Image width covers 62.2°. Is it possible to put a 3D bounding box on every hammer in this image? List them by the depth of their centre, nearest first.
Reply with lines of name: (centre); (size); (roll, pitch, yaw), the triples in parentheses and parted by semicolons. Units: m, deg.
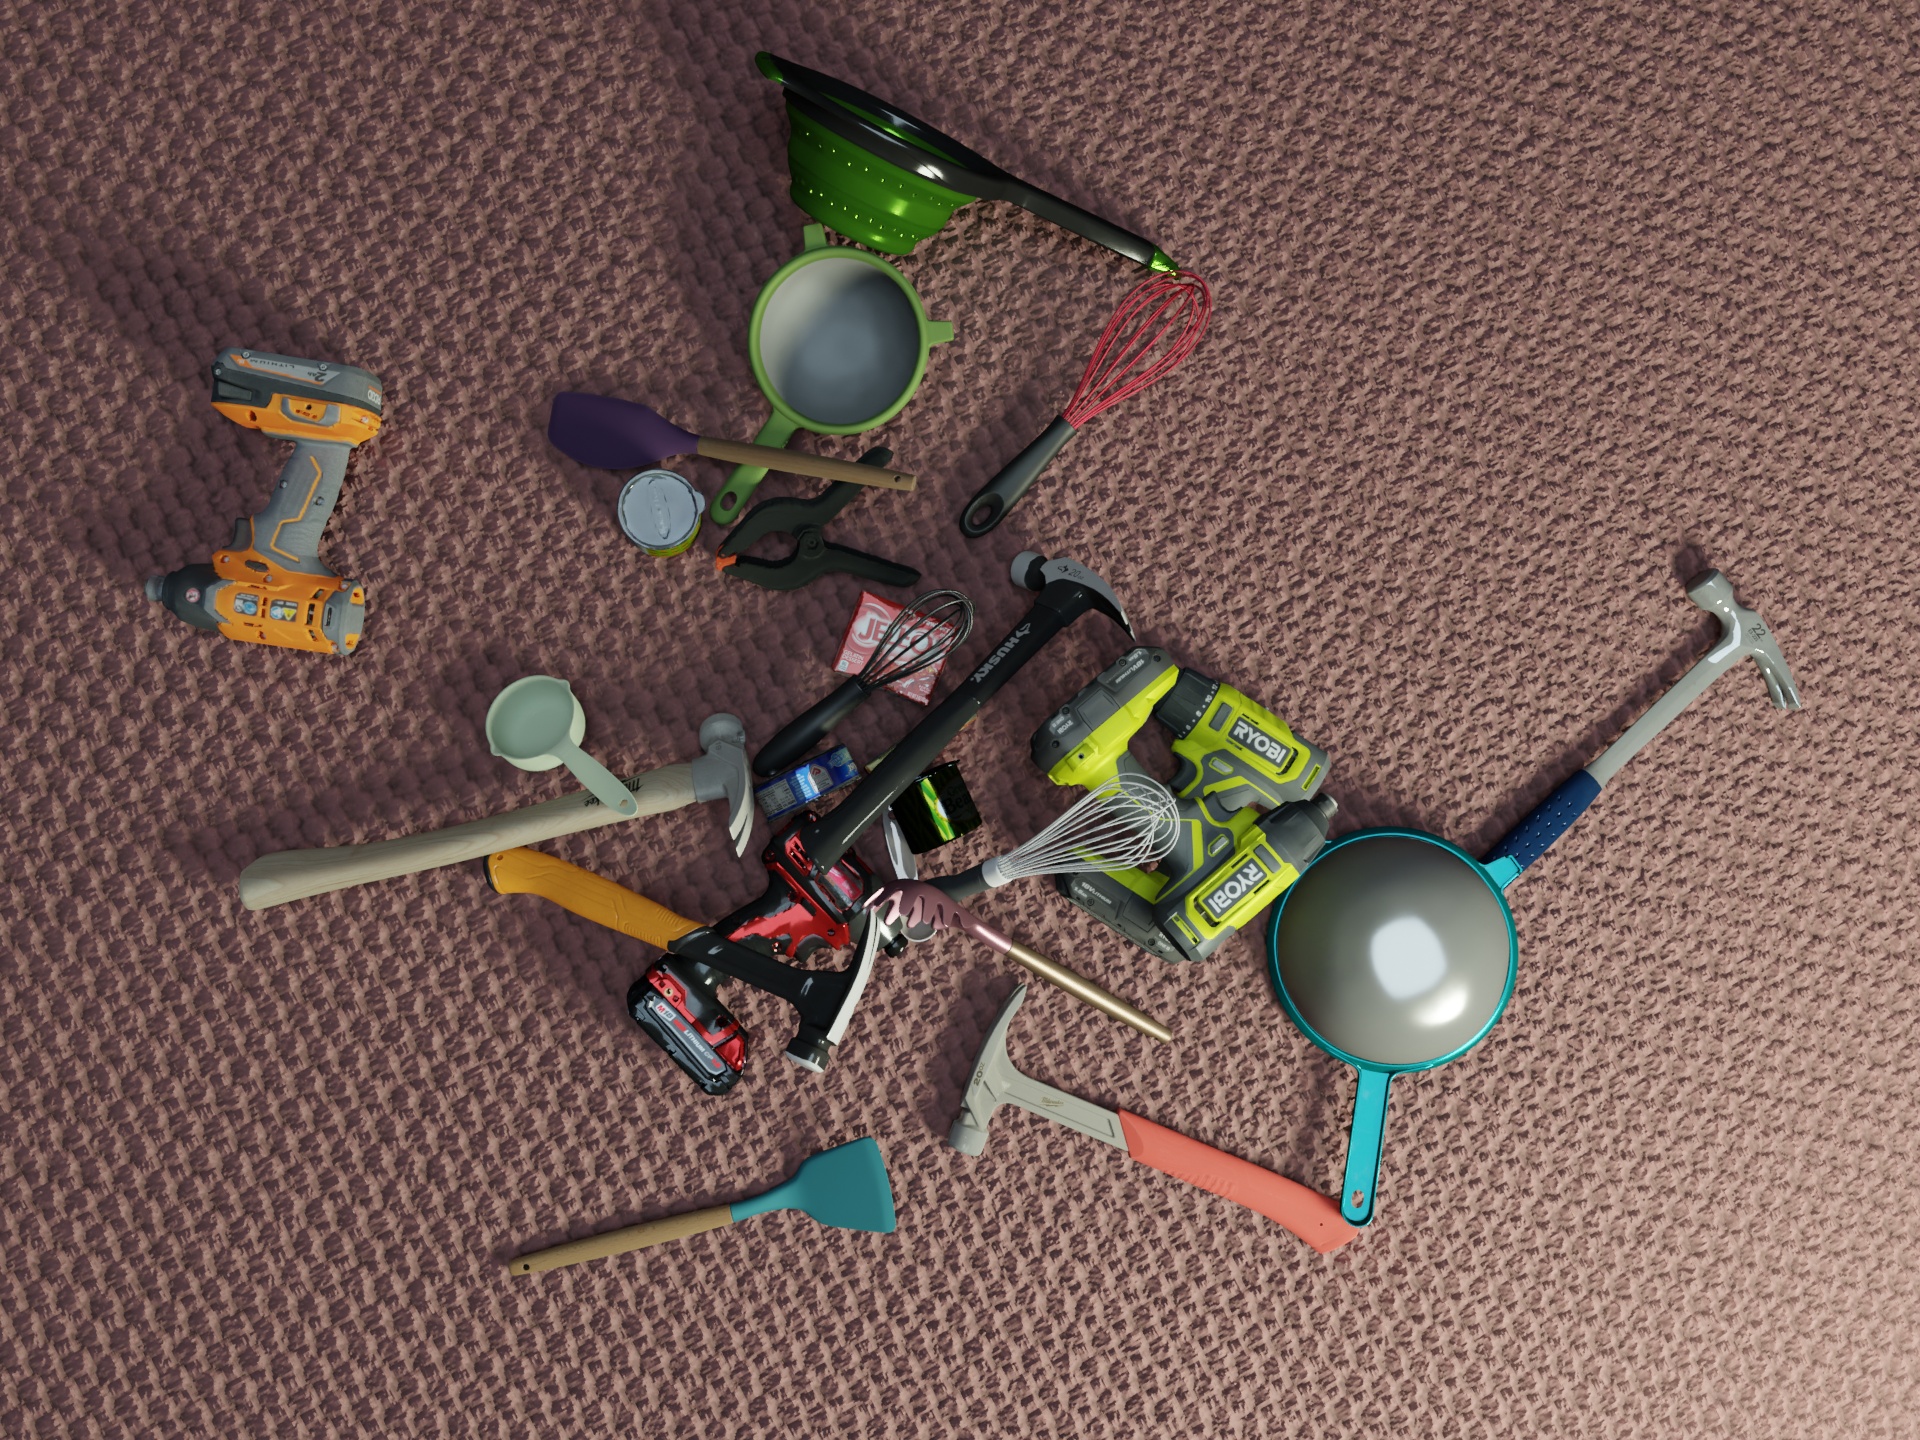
hammer: (-0.229, 0.157, 1.255); (0.337, 0.034, 0.127); (19, 71, 18)
hammer: (-0.368, 0.095, 1.266); (0.410, 0.146, 0.038); (-14, 128, -2)
hammer: (-0.002, -0.004, 1.269); (0.335, 0.146, 0.035); (-46, 131, -16)
hammer: (0.177, 0.357, 1.358); (0.359, 0.037, 0.149); (23, 86, -5)
hammer: (0.570, 0.050, 1.408); (0.405, 0.035, 0.144); (-42, 93, -6)

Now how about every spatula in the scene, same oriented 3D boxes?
spatula: (-0.190, -0.219, 1.304); (0.316, 0.018, 0.060); (11, 92, 9)
spatula: (-0.215, 0.414, 1.308); (0.317, 0.044, 0.082); (-13, 94, -6)

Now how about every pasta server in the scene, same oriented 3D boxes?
pasta server: (0.055, 0.203, 1.301); (0.316, 0.060, 0.040); (32, 66, -25)

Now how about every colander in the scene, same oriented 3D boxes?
colander: (0.000, -0.418, 1.317); (0.396, 0.205, 0.094); (18, 115, -22)

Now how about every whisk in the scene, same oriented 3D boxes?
whisk: (0.053, 0.108, 1.247); (0.284, 0.070, 0.070); (-25, 92, 37)
whisk: (-0.083, -0.028, 1.302); (0.239, 0.055, 0.055); (-39, 93, 15)
whisk: (0.104, -0.267, 1.354); (0.073, 0.073, 0.296); (43, 91, -4)

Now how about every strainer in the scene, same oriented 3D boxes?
strainer: (0.355, 0.256, 1.324); (0.211, 0.095, 0.340); (8, 85, 8)
strainer: (-0.127, -0.271, 1.331); (0.151, 0.069, 0.256); (37, 103, 1)

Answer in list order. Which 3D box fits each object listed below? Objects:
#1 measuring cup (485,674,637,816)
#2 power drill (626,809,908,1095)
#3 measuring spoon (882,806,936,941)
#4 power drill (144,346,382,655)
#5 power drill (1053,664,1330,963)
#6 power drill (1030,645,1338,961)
measuring cup: (-0.310, 0.031, 1.277); (0.168, 0.038, 0.083); (38, 77, 23)
power drill: (-0.154, 0.195, 1.306); (0.219, 0.078, 0.143); (-44, 93, -9)
measuring spoon: (-0.046, 0.126, 1.351); (0.034, 0.018, 0.124); (-14, 84, 0)
power drill: (-0.553, -0.174, 1.266); (0.164, 0.084, 0.226); (8, 92, -6)
power drill: (0.177, 0.070, 1.344); (0.190, 0.080, 0.228); (33, 83, 0)
power drill: (0.178, 0.056, 1.273); (0.171, 0.080, 0.223); (-40, 84, -6)
